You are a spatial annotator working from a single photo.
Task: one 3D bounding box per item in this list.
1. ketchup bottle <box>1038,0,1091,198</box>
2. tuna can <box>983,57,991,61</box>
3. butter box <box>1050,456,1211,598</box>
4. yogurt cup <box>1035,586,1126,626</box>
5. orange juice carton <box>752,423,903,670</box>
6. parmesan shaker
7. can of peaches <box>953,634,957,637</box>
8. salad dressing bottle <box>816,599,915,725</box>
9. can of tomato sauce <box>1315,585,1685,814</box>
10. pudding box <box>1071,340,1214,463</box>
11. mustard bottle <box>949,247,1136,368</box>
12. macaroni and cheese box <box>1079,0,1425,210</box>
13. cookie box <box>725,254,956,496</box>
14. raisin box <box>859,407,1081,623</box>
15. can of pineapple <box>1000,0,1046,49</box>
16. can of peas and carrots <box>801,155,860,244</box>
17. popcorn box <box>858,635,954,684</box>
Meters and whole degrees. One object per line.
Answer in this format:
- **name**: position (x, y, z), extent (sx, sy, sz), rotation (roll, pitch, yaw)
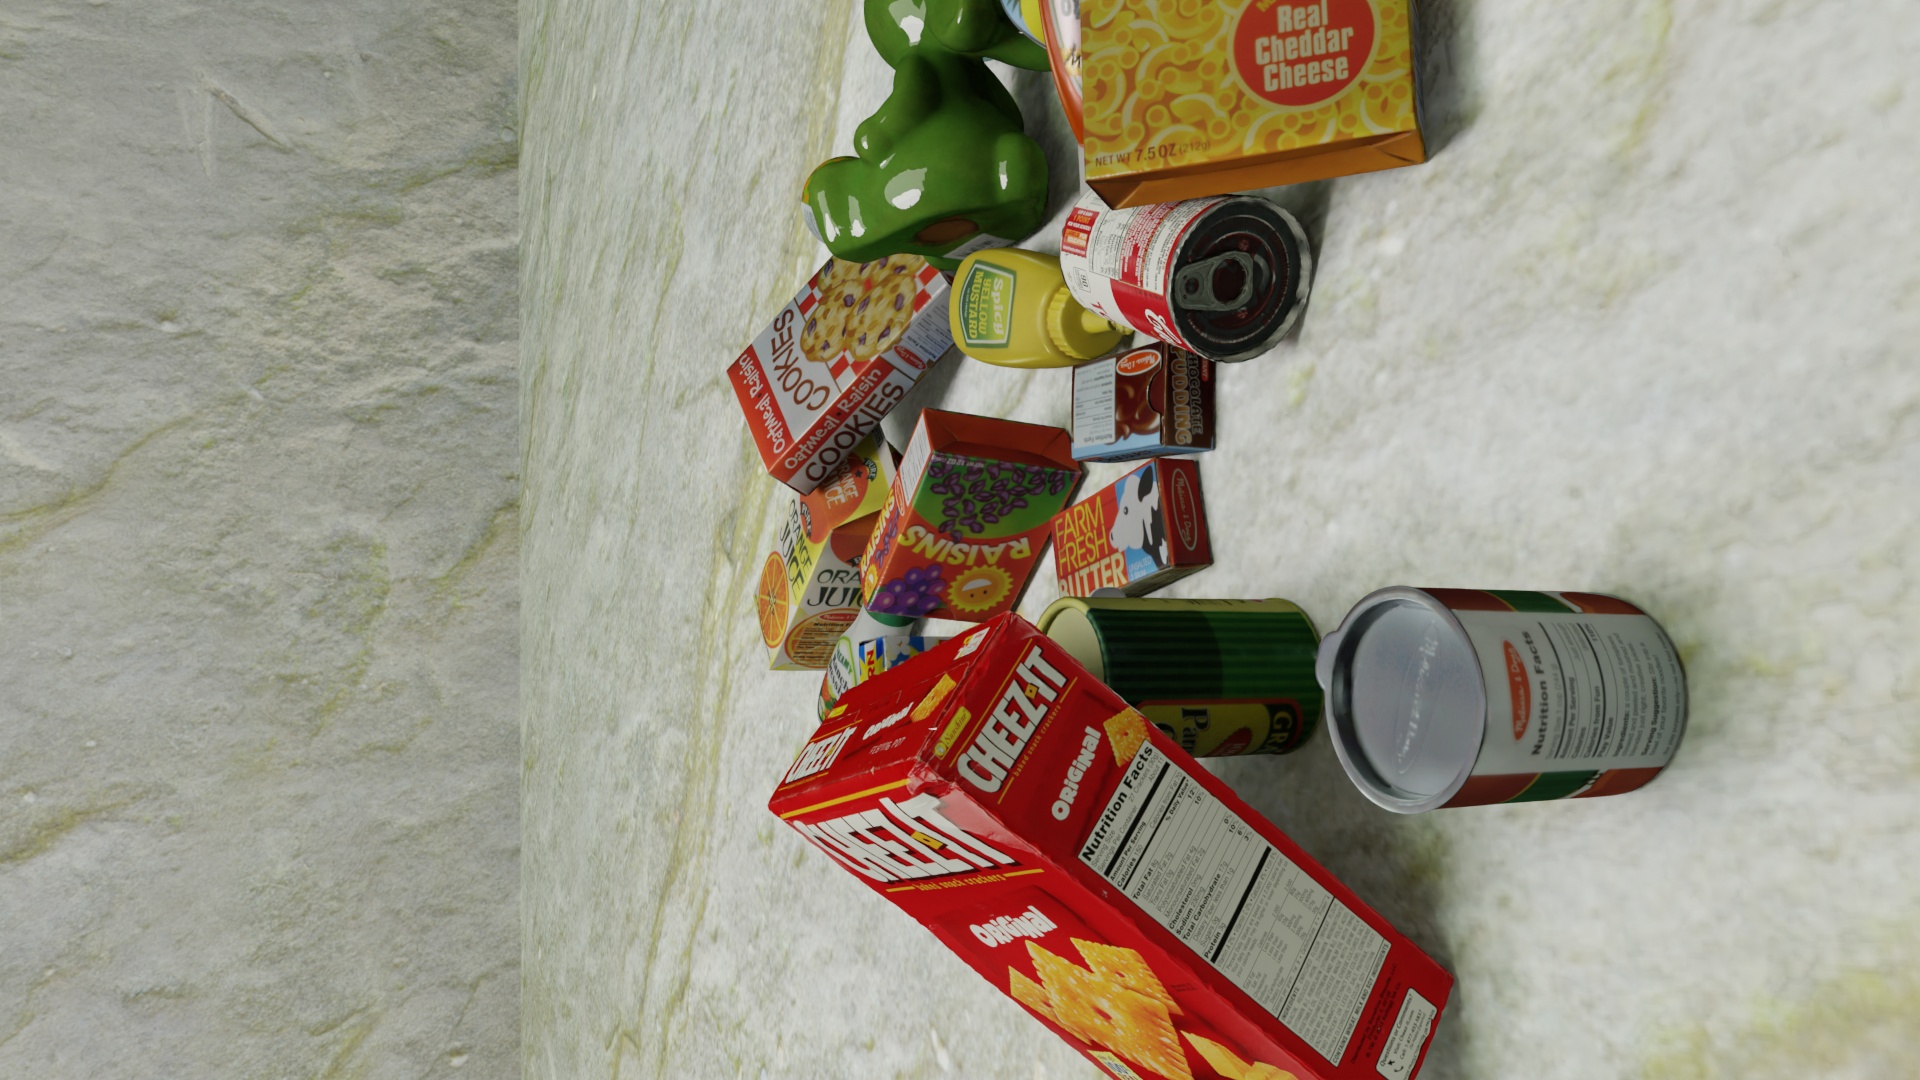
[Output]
- **ketchup bottle**: position (0.070, -0.224, 0.646), extent (0.044, 0.065, 0.148), rotation (-61, -31, -56)
- **tuna can**: position (0.005, -0.324, 0.844), extent (0.071, 0.033, 0.071), rotation (172, 99, -64)
- **butter box**: position (0.080, 0.000, 0.675), extent (0.103, 0.024, 0.053), rotation (148, 120, -60)
- **yogurt cup**: position (0.062, 0.061, 0.665), extent (0.054, 0.072, 0.072), rotation (167, 103, -72)
- **orange juice carton**: position (-0.079, 0.005, 0.949), extent (0.191, 0.073, 0.072), rotation (118, 145, -41)
- **parmesan shaker**: position (0.086, 0.057, 0.567), extent (0.071, 0.103, 0.071), rotation (-178, 89, -64)
- **can of peaches**: position (0.025, 0.086, 0.744), extent (0.071, 0.058, 0.071), rotation (-177, 89, -65)
- **salad dressing bottle**: position (-0.057, 0.072, 0.933), extent (0.064, 0.044, 0.146), rotation (63, 142, 43)
- **can of tomato sauce**: position (0.164, 0.048, 0.426), extent (0.071, 0.083, 0.071), rotation (-177, 89, -65)
- **pudding box**: position (0.085, -0.064, 0.662), extent (0.083, 0.030, 0.049), rotation (175, 97, -64)
- **mustard bottle**: position (0.045, -0.120, 0.727), extent (0.160, 0.049, 0.065), rotation (-155, 68, -63)
- **macaroni and cheese box**: position (0.109, -0.221, 0.533), extent (0.123, 0.040, 0.166), rotation (-4, 83, 22)
- **cookie box**: position (-0.073, -0.126, 0.903), extent (0.167, 0.040, 0.123), rotation (-45, 42, 15)
- **raisin box**: position (0.003, -0.010, 0.764), extent (0.040, 0.086, 0.122), rotation (-105, 30, -43)
- **can of pineapple**: position (0.058, -0.285, 0.688), extent (0.057, 0.071, 0.071), rotation (-49, 46, 52)
- **can of peas and carrots**: position (-0.069, -0.231, 0.957), extent (0.059, 0.071, 0.070), rotation (-138, 55, -59)
- **popcorn box**: position (-0.009, 0.117, 0.781), extent (0.038, 0.085, 0.127), rotation (-28, 63, 60)
